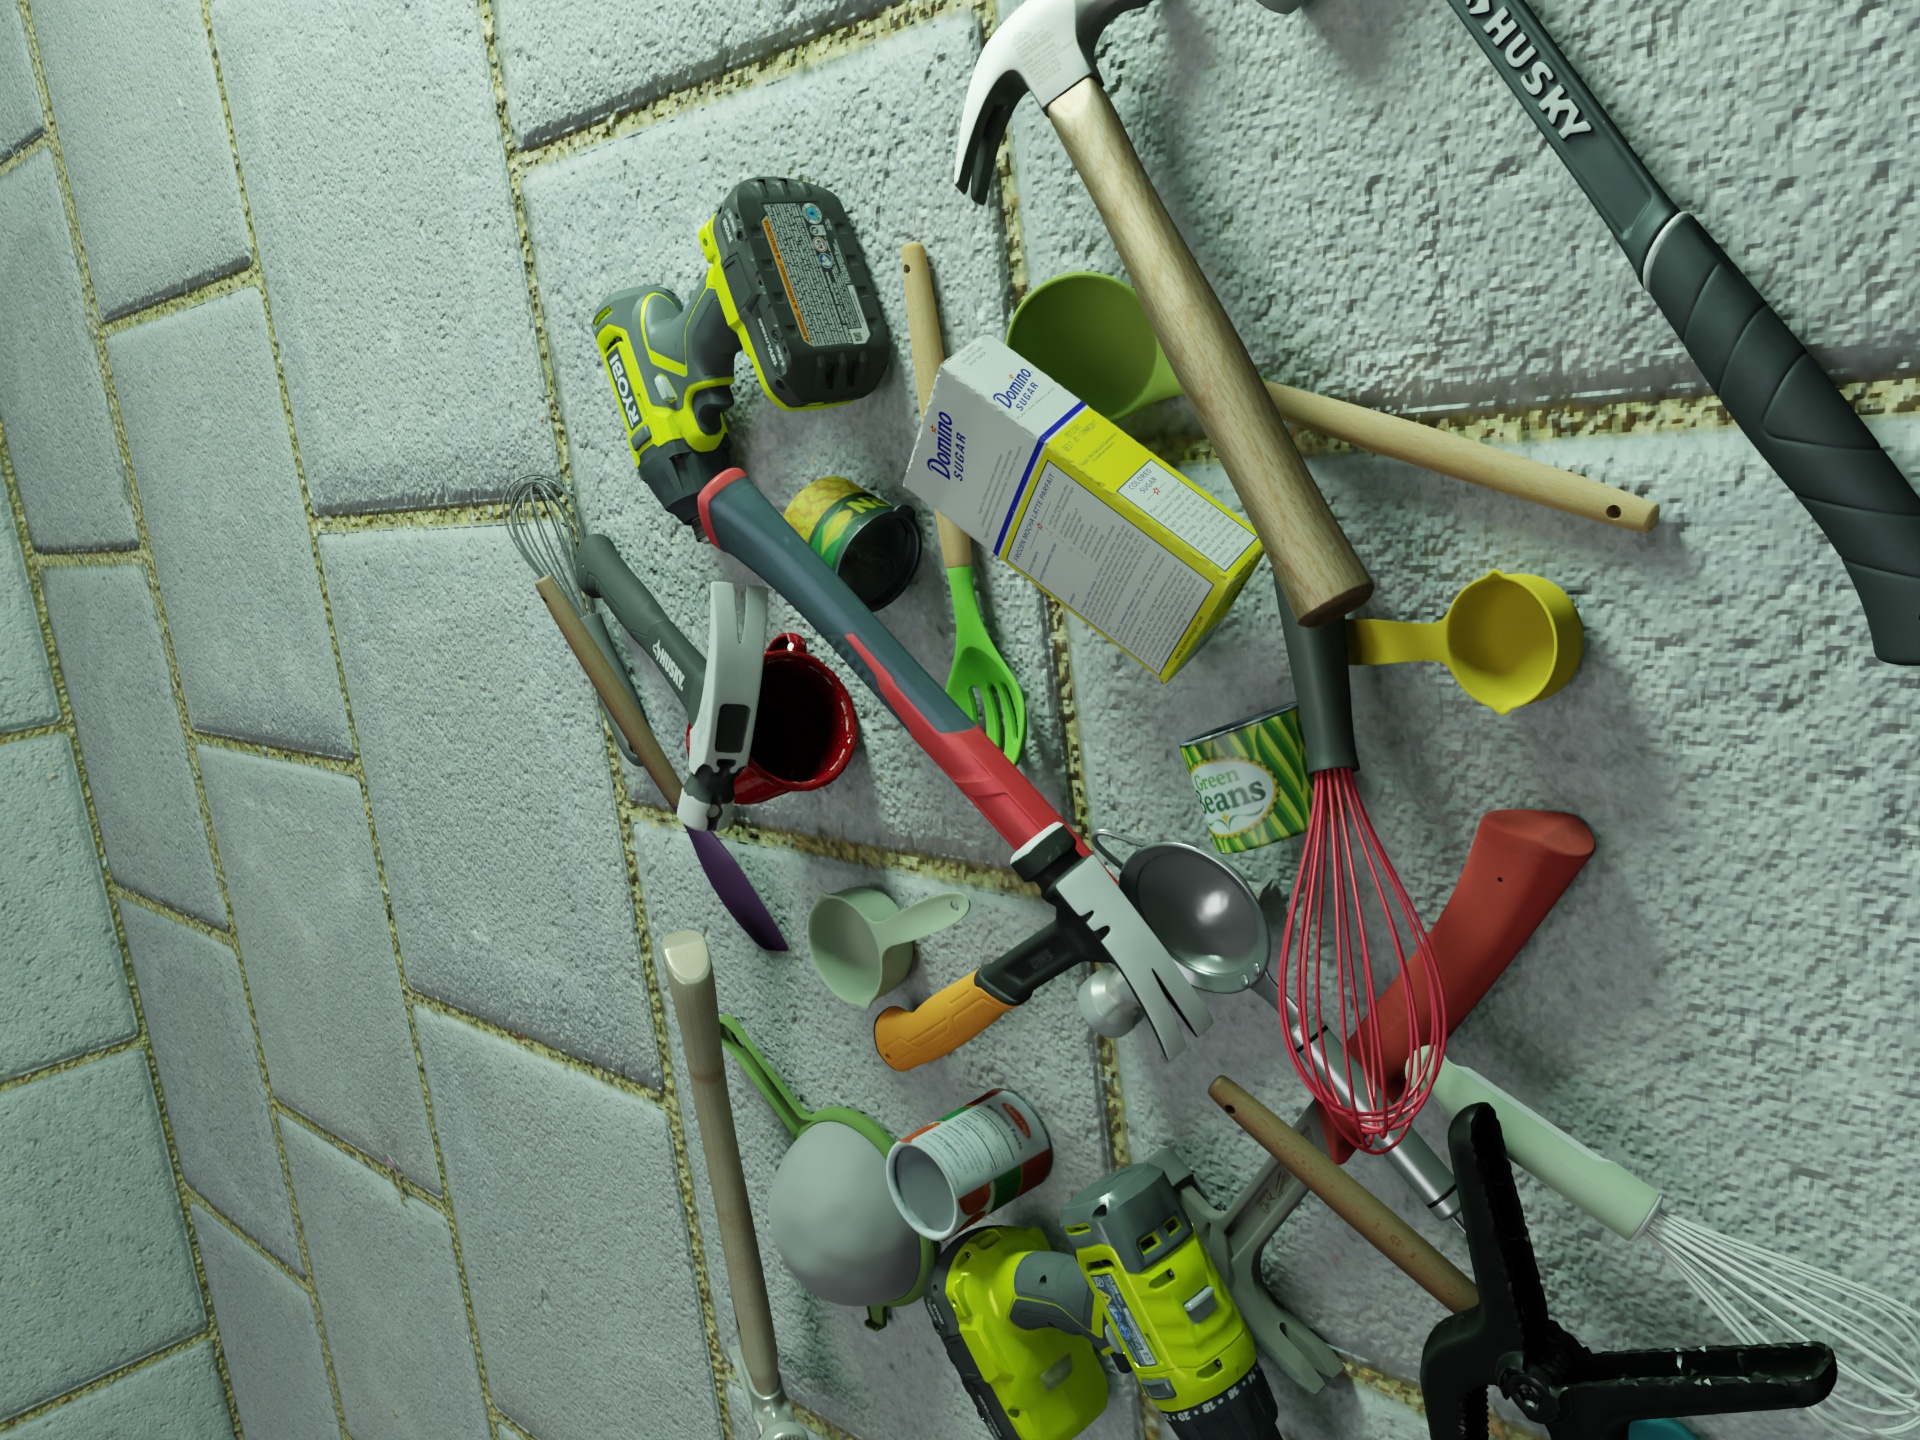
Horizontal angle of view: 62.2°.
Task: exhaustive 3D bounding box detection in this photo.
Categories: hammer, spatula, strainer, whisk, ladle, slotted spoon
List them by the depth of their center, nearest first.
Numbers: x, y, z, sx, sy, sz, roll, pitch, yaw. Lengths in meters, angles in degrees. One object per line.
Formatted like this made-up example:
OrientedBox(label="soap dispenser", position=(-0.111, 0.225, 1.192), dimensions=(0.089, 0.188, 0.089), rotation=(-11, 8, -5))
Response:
OrientedBox(label="hammer", position=(0.261, -0.196, 0.601), dimensions=(0.149, 0.036, 0.409), rotation=(-42, 72, 44))
OrientedBox(label="whisk", position=(0.297, 0.215, 0.672), dimensions=(0.246, 0.057, 0.059), rotation=(34, 89, 25))
OrientedBox(label="whisk", position=(0.169, 0.042, 0.712), dimensions=(0.073, 0.073, 0.296), rotation=(-18, 72, 48))
OrientedBox(label="hammer", position=(0.095, -0.191, 0.718), dimensions=(0.130, 0.031, 0.331), rotation=(-30, 73, 23))
OrientedBox(label="ladle", position=(0.153, -0.137, 0.719), dimensions=(0.320, 0.062, 0.078), rotation=(28, 127, 35))
OrientedBox(label="spatula", position=(0.239, 0.282, 0.747), dimensions=(0.317, 0.044, 0.082), rotation=(40, 131, 12))
OrientedBox(label="strainer", position=(0.161, 0.143, 0.762), dimensions=(0.258, 0.050, 0.086), rotation=(51, 141, 15))
OrientedBox(label="hammer", position=(0.206, 0.184, 0.783), dimensions=(0.149, 0.036, 0.358), rotation=(46, 132, 26))
OrientedBox(label="hammer", position=(-0.001, -0.003, 0.877), dimensions=(0.386, 0.038, 0.143), rotation=(48, 132, 7))
OrientedBox(label="slotted spoon", position=(-0.003, -0.114, 0.912), dimensions=(0.070, 0.031, 0.313), rotation=(-1, 100, 47))
OrientedBox(label="hammer", position=(0.022, 0.163, 0.916), dimensions=(0.127, 0.034, 0.336), rotation=(52, 150, 5))
OrientedBox(label="hammer", position=(-0.202, -0.064, 1.057), dimensions=(0.335, 0.035, 0.146), rotation=(42, 123, 55))
OrientedBox(label="spatula", position=(-0.211, 0.037, 1.122), dimensions=(0.060, 0.018, 0.315), rotation=(-7, 117, 52))
OrientedBox(label="strainer", position=(-0.122, 0.321, 1.151), dimensions=(0.257, 0.069, 0.151), rotation=(48, 133, 23))
OrientedBox(label="hammer", position=(-0.174, 0.346, 1.181), dimensions=(0.146, 0.038, 0.410), rotation=(-146, 46, -67))
OrientedBox(label="whisk", position=(-0.288, -0.075, 1.213), dimensions=(0.055, 0.055, 0.239), rotation=(-22, 90, 48))

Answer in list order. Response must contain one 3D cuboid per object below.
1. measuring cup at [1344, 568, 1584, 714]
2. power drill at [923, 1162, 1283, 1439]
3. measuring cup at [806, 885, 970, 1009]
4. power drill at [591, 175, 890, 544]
OrientedBox(label="measuring cup", position=(0.211, -0.037, 0.719), dimensions=(0.156, 0.029, 0.062), rotation=(5, 102, 58))
OrientedBox(label="power drill", position=(0.085, 0.364, 0.917), dimensions=(0.228, 0.080, 0.190), rotation=(-37, 79, 54))
OrientedBox(label="measuring cup", position=(-0.037, 0.132, 1.023), dimensions=(0.167, 0.038, 0.083), rotation=(-28, 82, 46))
OrientedBox(label="power drill", position=(-0.144, -0.220, 0.992), dimensions=(0.223, 0.080, 0.171), rotation=(-23, 85, 52))
